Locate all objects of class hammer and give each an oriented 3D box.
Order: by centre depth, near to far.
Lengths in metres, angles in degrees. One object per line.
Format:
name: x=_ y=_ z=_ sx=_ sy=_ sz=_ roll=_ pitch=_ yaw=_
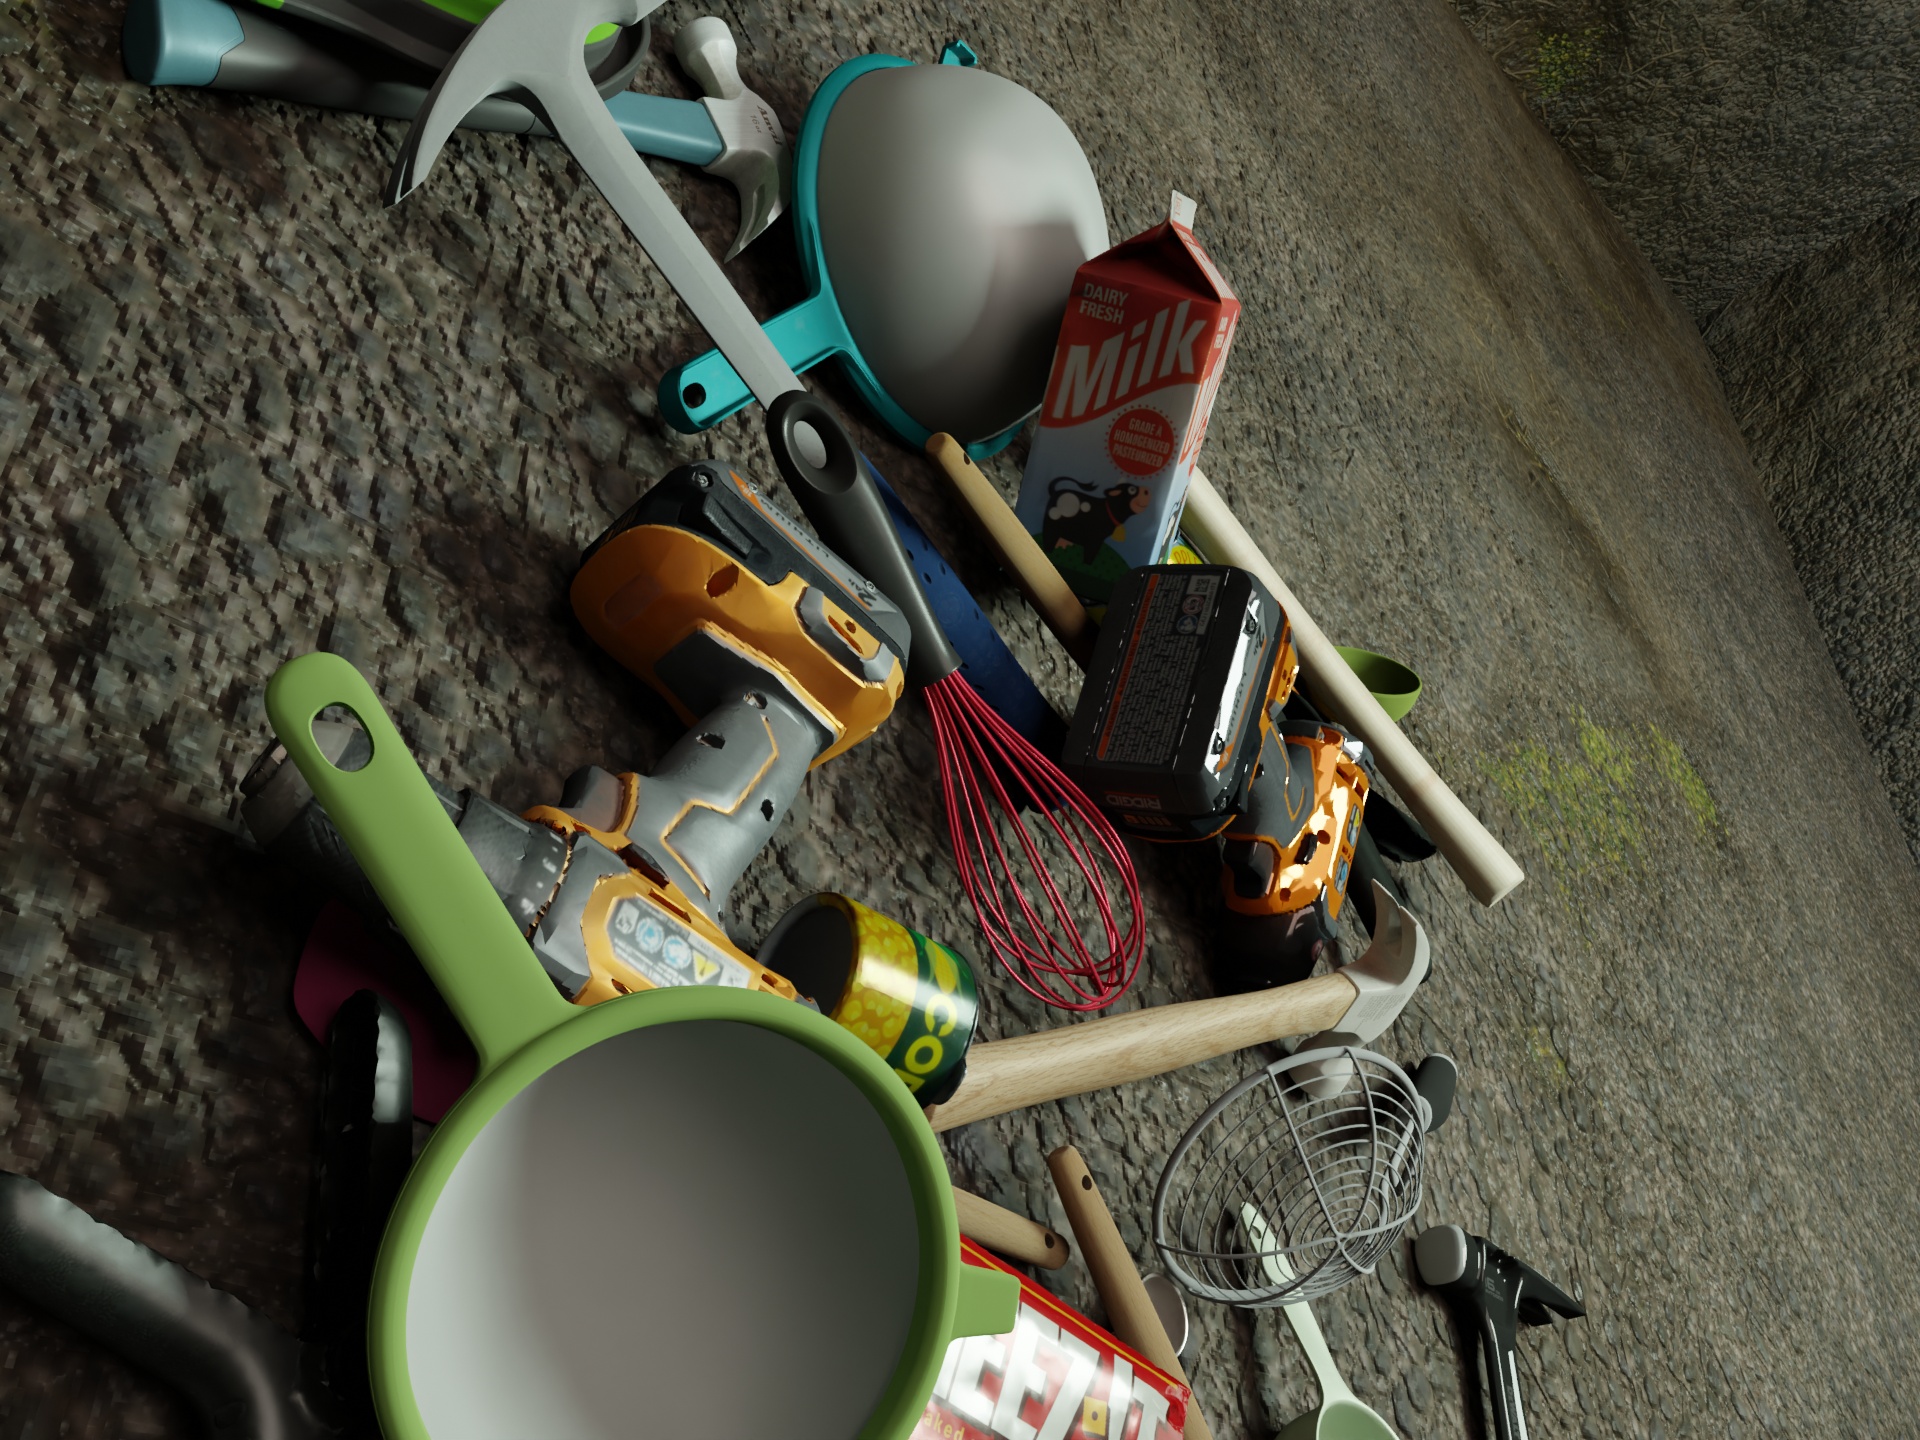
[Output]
hammer: x=-0.063 y=-0.110 z=0.663 sx=0.144 sy=0.035 sz=0.405 roll=-49 pitch=119 yaw=-23
hammer: x=-0.188 y=-0.262 z=0.669 sx=0.331 sy=0.033 sz=0.128 roll=-17 pitch=79 yaw=-54
hammer: x=0.101 y=0.137 z=0.701 sx=0.331 sy=0.130 sz=0.031 roll=0 pitch=37 yaw=-43
hammer: x=0.283 y=0.426 z=0.771 sx=0.127 sy=0.034 sz=0.337 roll=35 pitch=42 yaw=-30
hammer: x=0.206 y=-0.042 z=0.944 sx=0.410 sy=0.038 sz=0.146 roll=48 pitch=6 yaw=-19

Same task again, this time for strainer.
strainer: x=-0.106 y=0.099 z=0.415 sx=0.151 sy=0.069 sz=0.256 roll=-33 pitch=98 yaw=-24
strainer: x=-0.013 y=-0.213 z=0.760 sx=0.340 sy=0.095 sz=0.211 roll=-46 pitch=121 yaw=-49

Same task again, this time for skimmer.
skimmer: x=0.189 y=0.190 z=0.777 sx=0.090 sy=0.127 sz=0.363 roll=33 pitch=12 yaw=19

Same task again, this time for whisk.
whisk: x=-0.001 y=-0.002 z=0.657 sx=0.295 sy=0.073 sz=0.073 roll=61 pitch=34 yaw=-14

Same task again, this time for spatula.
spatula: x=0.111 y=0.307 z=0.616 sx=0.082 sy=0.044 sz=0.317 roll=-28 pitch=94 yaw=-51

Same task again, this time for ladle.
ladle: x=0.174 y=-0.111 z=0.997 sx=0.320 sy=0.062 sz=0.078 roll=46 pitch=19 yaw=-16

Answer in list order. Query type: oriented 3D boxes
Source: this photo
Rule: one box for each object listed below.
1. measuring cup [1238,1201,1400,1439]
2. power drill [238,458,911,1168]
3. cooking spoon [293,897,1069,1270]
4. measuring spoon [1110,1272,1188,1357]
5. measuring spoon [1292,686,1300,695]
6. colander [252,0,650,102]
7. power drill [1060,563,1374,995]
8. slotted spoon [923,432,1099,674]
measuring cup: x=0.149 y=0.297 z=0.700 sx=0.083 sy=0.038 sz=0.168 roll=18 pitch=39 yaw=-44
power drill: x=-0.111 y=0.010 z=0.522 sx=0.185 sy=0.084 sz=0.226 roll=39 pitch=39 yaw=-24
cooking spoon: x=-0.074 y=0.137 z=0.540 sx=0.318 sy=0.017 sz=0.069 roll=33 pitch=43 yaw=-33
measuring spoon: x=0.048 y=0.254 z=0.619 sx=0.124 sy=0.018 sz=0.034 roll=-17 pitch=83 yaw=-48
measuring spoon: x=0.211 y=-0.008 z=1.012 sx=0.116 sy=0.011 sz=0.021 roll=52 pitch=36 yaw=-19
colander: x=-0.160 y=-0.370 z=0.686 sx=0.204 sy=0.094 sz=0.397 roll=48 pitch=35 yaw=6
power drill: x=0.132 y=0.044 z=0.768 sx=0.226 sy=0.084 sz=0.164 roll=46 pitch=56 yaw=-49
slotted spoon: x=0.062 y=-0.034 z=0.760 sx=0.313 sy=0.031 sz=0.070 roll=48 pitch=33 yaw=-47
